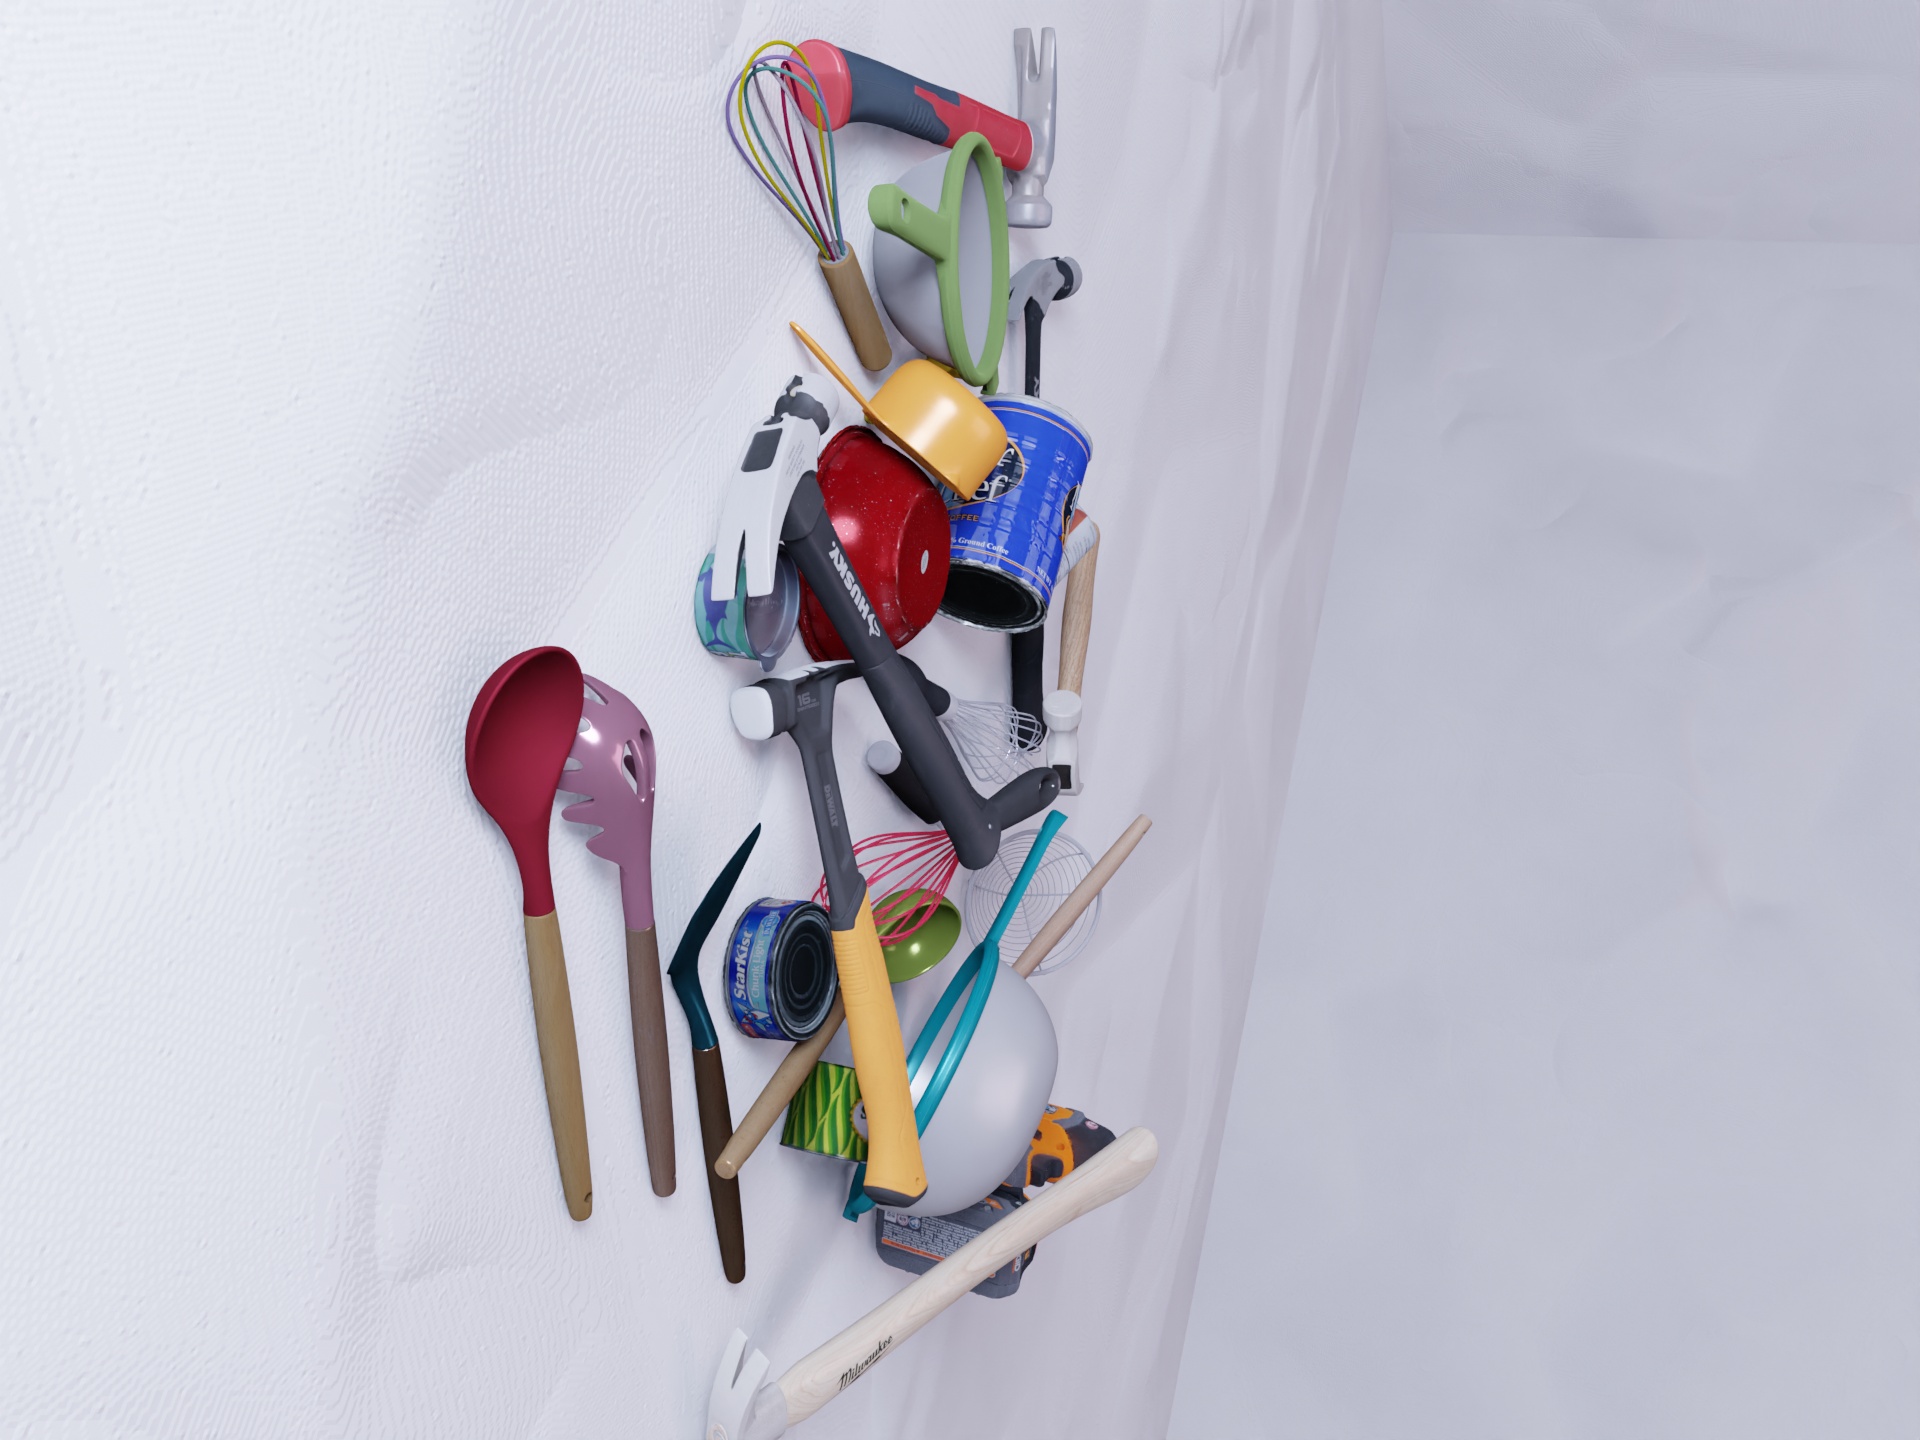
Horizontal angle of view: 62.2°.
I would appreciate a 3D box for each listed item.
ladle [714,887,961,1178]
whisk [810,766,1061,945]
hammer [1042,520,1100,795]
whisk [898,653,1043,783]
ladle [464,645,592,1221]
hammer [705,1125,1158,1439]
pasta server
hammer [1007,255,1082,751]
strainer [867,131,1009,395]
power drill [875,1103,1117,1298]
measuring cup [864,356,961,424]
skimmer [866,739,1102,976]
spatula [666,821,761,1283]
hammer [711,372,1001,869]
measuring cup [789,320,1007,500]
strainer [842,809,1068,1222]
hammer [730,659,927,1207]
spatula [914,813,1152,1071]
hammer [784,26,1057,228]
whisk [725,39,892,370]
[{"bbox_3d":[-0.073,0.197,1.019,0.078,0.062,0.320,-65,173,27],"label":"ladle"},{"bbox_3d":[-0.008,0.088,1.116,0.296,0.073,0.073,-28,125,-52],"label":"whisk"},{"bbox_3d":[0.098,-0.064,1.364,0.332,0.031,0.130,-80,170,-48],"label":"hammer"},{"bbox_3d":[-0.001,-0.003,1.189,0.284,0.070,0.070,32,67,-64],"label":"whisk"},{"bbox_3d":[-0.192,0.110,0.744,0.069,0.031,0.315,-35,132,-51],"label":"ladle"},{"bbox_3d":[0.000,0.375,1.091,0.410,0.038,0.146,-21,133,-41],"label":"hammer"},{"bbox_3d":[-0.169,0.123,0.817,0.060,0.040,0.316,-51,148,-55],"label":"pasta server"},{"bbox_3d":[0.057,-0.167,1.313,0.149,0.036,0.408,-42,136,-59],"label":"hammer"},{"bbox_3d":[-0.030,-0.277,0.934,0.256,0.069,0.151,-23,115,-73],"label":"strainer"},{"bbox_3d":[0.044,0.375,1.293,0.226,0.164,0.084,-23,121,-65],"label":"power drill"},{"bbox_3d":[-0.029,-0.240,1.077,0.156,0.029,0.062,-46,141,-40],"label":"measuring cup"},{"bbox_3d":[0.022,0.105,1.235,0.127,0.090,0.363,-53,152,-8],"label":"skimmer"},{"bbox_3d":[-0.135,0.208,0.913,0.082,0.044,0.317,-59,152,-58],"label":"spatula"},{"bbox_3d":[-0.046,-0.025,0.924,0.334,0.035,0.146,63,33,-41],"label":"hammer"},{"bbox_3d":[-0.035,-0.204,0.966,0.052,0.095,0.173,-49,135,2],"label":"measuring cup"},{"bbox_3d":[0.036,0.220,1.159,0.340,0.095,0.211,-61,-179,-30],"label":"strainer"},{"bbox_3d":[-0.060,0.131,0.965,0.127,0.034,0.337,-21,104,-55],"label":"hammer"},{"bbox_3d":[0.054,0.195,1.291,0.316,0.018,0.059,-48,149,-16],"label":"spatula"},{"bbox_3d":[-0.011,-0.408,1.031,0.386,0.038,0.143,-29,123,-66],"label":"hammer"},{"bbox_3d":[-0.074,-0.282,0.901,0.244,0.051,0.047,65,32,-62],"label":"whisk"}]
